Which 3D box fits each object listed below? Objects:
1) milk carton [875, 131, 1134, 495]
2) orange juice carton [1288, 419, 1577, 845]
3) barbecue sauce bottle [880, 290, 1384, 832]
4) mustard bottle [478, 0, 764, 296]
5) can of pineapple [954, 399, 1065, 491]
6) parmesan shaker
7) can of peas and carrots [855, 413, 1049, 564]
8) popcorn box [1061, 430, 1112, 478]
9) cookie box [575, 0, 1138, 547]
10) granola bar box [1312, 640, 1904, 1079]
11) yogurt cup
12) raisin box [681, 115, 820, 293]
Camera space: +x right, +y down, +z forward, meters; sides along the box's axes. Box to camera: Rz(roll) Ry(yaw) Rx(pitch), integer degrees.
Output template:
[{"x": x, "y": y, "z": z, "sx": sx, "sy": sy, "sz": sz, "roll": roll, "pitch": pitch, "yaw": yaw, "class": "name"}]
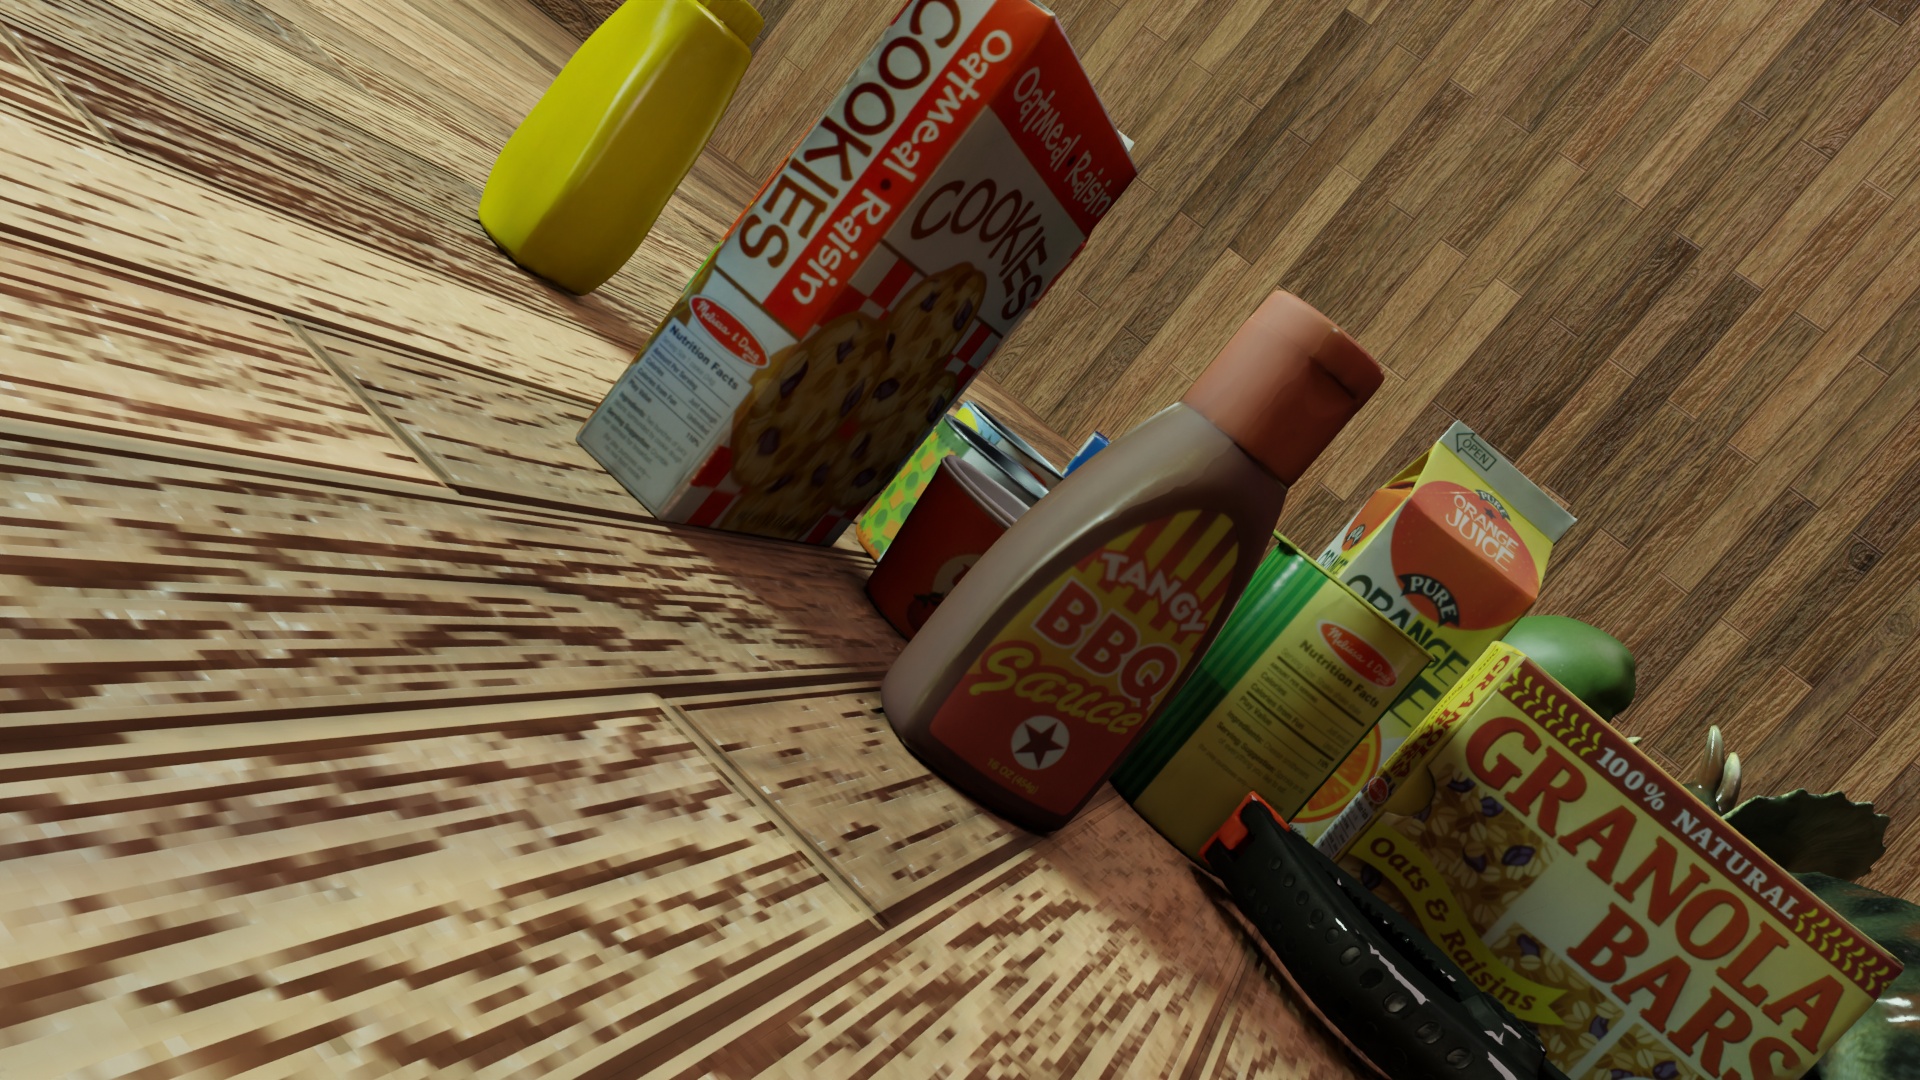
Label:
[{"x": -0.012, "y": -0.115, "z": 0.601, "sx": 0.072, "sy": 0.190, "sz": 0.073, "roll": 41, "pitch": 8, "yaw": 13, "class": "milk carton"}, {"x": 0.187, "y": 0.042, "z": 0.627, "sx": 0.072, "sy": 0.192, "sz": 0.073, "roll": 40, "pitch": 7, "yaw": 2, "class": "orange juice carton"}, {"x": 0.047, "y": 0.004, "z": 0.362, "sx": 0.065, "sy": 0.148, "sz": 0.044, "roll": 36, "pitch": 8, "yaw": -24, "class": "barbecue sauce bottle"}, {"x": -0.119, "y": -0.171, "z": 0.531, "sx": 0.065, "sy": 0.160, "sz": 0.049, "roll": 45, "pitch": 9, "yaw": 38, "class": "mustard bottle"}, {"x": 0.011, "y": -0.031, "z": 0.717, "sx": 0.071, "sy": 0.058, "sz": 0.071, "roll": 39, "pitch": 8, "yaw": -6, "class": "can of pineapple"}, {"x": 0.103, "y": 0.057, "z": 0.487, "sx": 0.071, "sy": 0.103, "sz": 0.071, "roll": 39, "pitch": 7, "yaw": -6, "class": "parmesan shaker"}, {"x": 0.002, "y": -0.007, "z": 0.539, "sx": 0.071, "sy": 0.058, "sz": 0.071, "roll": 39, "pitch": 8, "yaw": -6, "class": "can of peas and carrots"}, {"x": 0.067, "y": -0.020, "z": 0.817, "sx": 0.038, "sy": 0.085, "sz": 0.127, "roll": 40, "pitch": 8, "yaw": 1, "class": "popcorn box"}, {"x": -0.023, "y": -0.077, "z": 0.420, "sx": 0.040, "sy": 0.167, "sz": 0.123, "roll": 42, "pitch": 8, "yaw": 15, "class": "cookie box"}, {"x": 0.220, "y": 0.137, "z": 0.497, "sx": 0.165, "sy": 0.124, "sz": 0.039, "roll": 40, "pitch": 7, "yaw": 4, "class": "granola bar box"}, {"x": 0.005, "y": 0.012, "z": 0.468, "sx": 0.072, "sy": 0.054, "sz": 0.072, "roll": 39, "pitch": 8, "yaw": -6, "class": "yogurt cup"}, {"x": -0.085, "y": -0.154, "z": 0.728, "sx": 0.040, "sy": 0.123, "sz": 0.086, "roll": 34, "pitch": 9, "yaw": -37, "class": "raisin box"}]
